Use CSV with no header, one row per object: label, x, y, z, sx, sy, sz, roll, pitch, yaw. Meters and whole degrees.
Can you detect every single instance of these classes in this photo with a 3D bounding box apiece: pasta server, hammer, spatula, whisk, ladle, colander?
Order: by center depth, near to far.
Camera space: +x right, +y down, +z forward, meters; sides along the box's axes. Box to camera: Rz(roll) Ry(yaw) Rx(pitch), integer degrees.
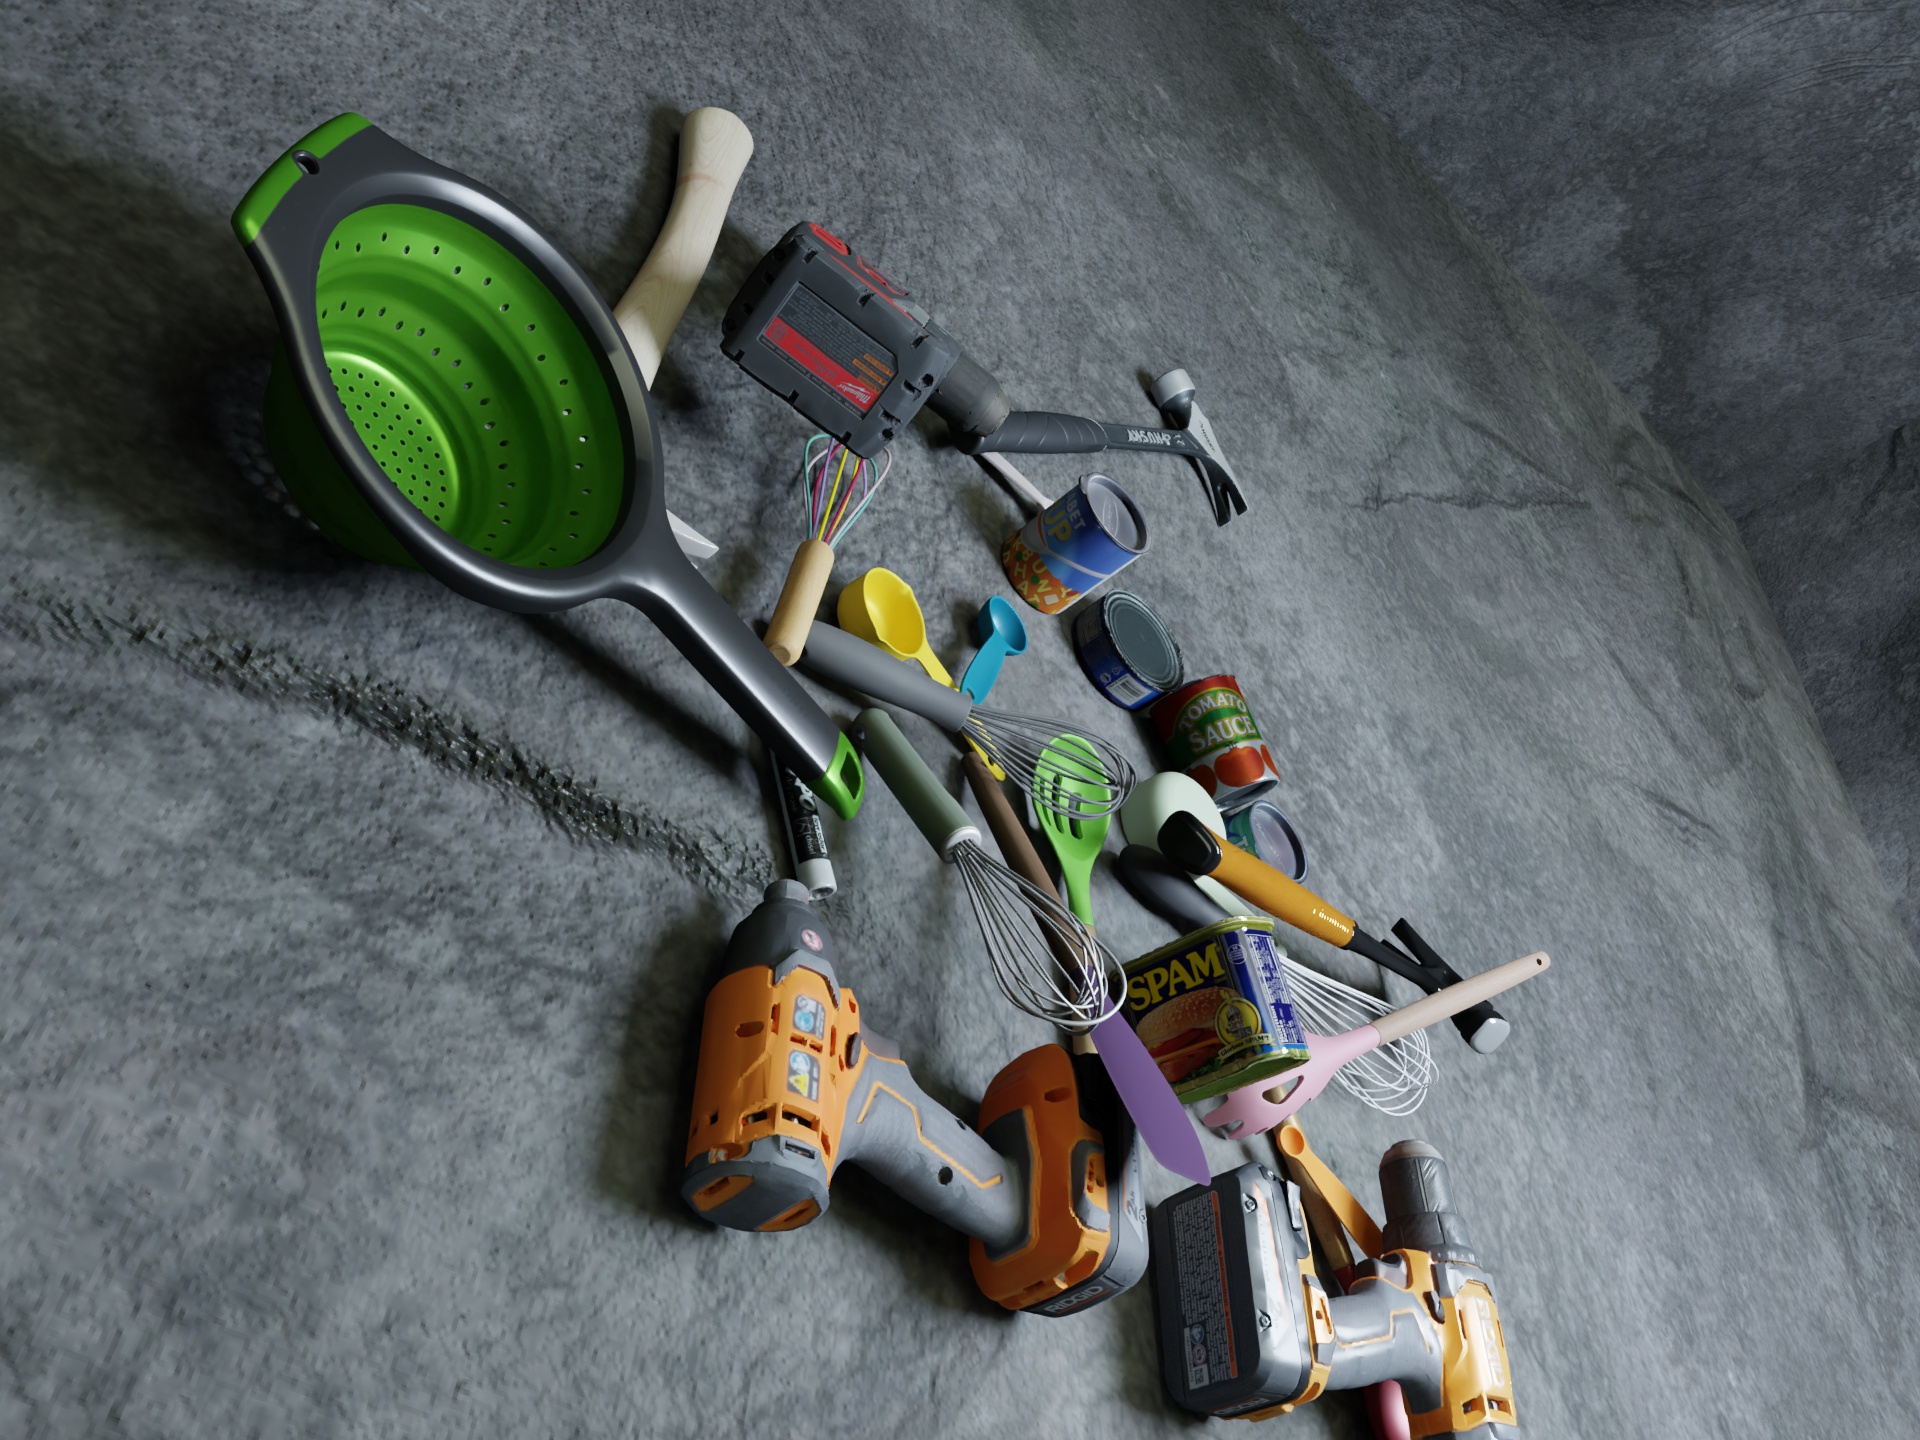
colander,-0.190,-0.079,0.746,0.396,0.094,0.205,51,35,-30
whisk,0.005,0.069,0.820,0.059,0.057,0.247,-15,43,-26
spatula,0.056,0.117,0.840,0.059,0.018,0.316,32,20,-38
whisk,-0.002,-0.003,0.918,0.238,0.055,0.055,26,42,-16
whisk,-0.081,-0.110,0.919,0.051,0.047,0.245,33,34,-16
hammer,-0.171,-0.254,0.953,0.146,0.038,0.411,38,37,-26
ladle,0.225,0.309,0.975,0.069,0.031,0.316,4,57,-44
pasta server,0.279,0.198,1.032,0.316,0.040,0.060,-13,80,-35
whisk,0.211,0.169,1.052,0.284,0.070,0.070,38,37,-15
hammer,0.245,0.132,1.078,0.336,0.034,0.127,30,13,-36
hammer,0.115,-0.222,1.268,0.409,0.036,0.149,-12,73,-56

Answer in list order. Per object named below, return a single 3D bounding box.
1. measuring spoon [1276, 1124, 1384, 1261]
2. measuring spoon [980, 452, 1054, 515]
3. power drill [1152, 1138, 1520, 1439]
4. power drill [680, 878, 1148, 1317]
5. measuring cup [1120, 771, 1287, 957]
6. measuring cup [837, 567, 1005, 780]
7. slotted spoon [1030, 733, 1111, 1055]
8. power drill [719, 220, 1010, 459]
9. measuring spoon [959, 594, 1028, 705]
measuring spoon,0.229,0.295,0.966,0.117,0.011,0.021,52,49,0
measuring spoon,0.035,-0.174,1.162,0.124,0.018,0.034,42,27,-8
power drill,0.215,0.309,0.889,0.226,0.084,0.186,23,47,-29
power drill,-0.020,0.174,0.741,0.226,0.084,0.164,29,40,-28
measuring cup,0.178,0.101,1.078,0.167,0.038,0.083,44,36,-14
measuring cup,-0.023,-0.021,0.957,0.156,0.029,0.062,56,31,-21
slotted spoon,0.070,0.144,0.924,0.070,0.031,0.314,28,44,-34
power drill,-0.050,-0.228,0.985,0.188,0.080,0.227,36,17,-10
measuring spoon,0.013,-0.038,1.004,0.042,0.021,0.129,54,30,-16
